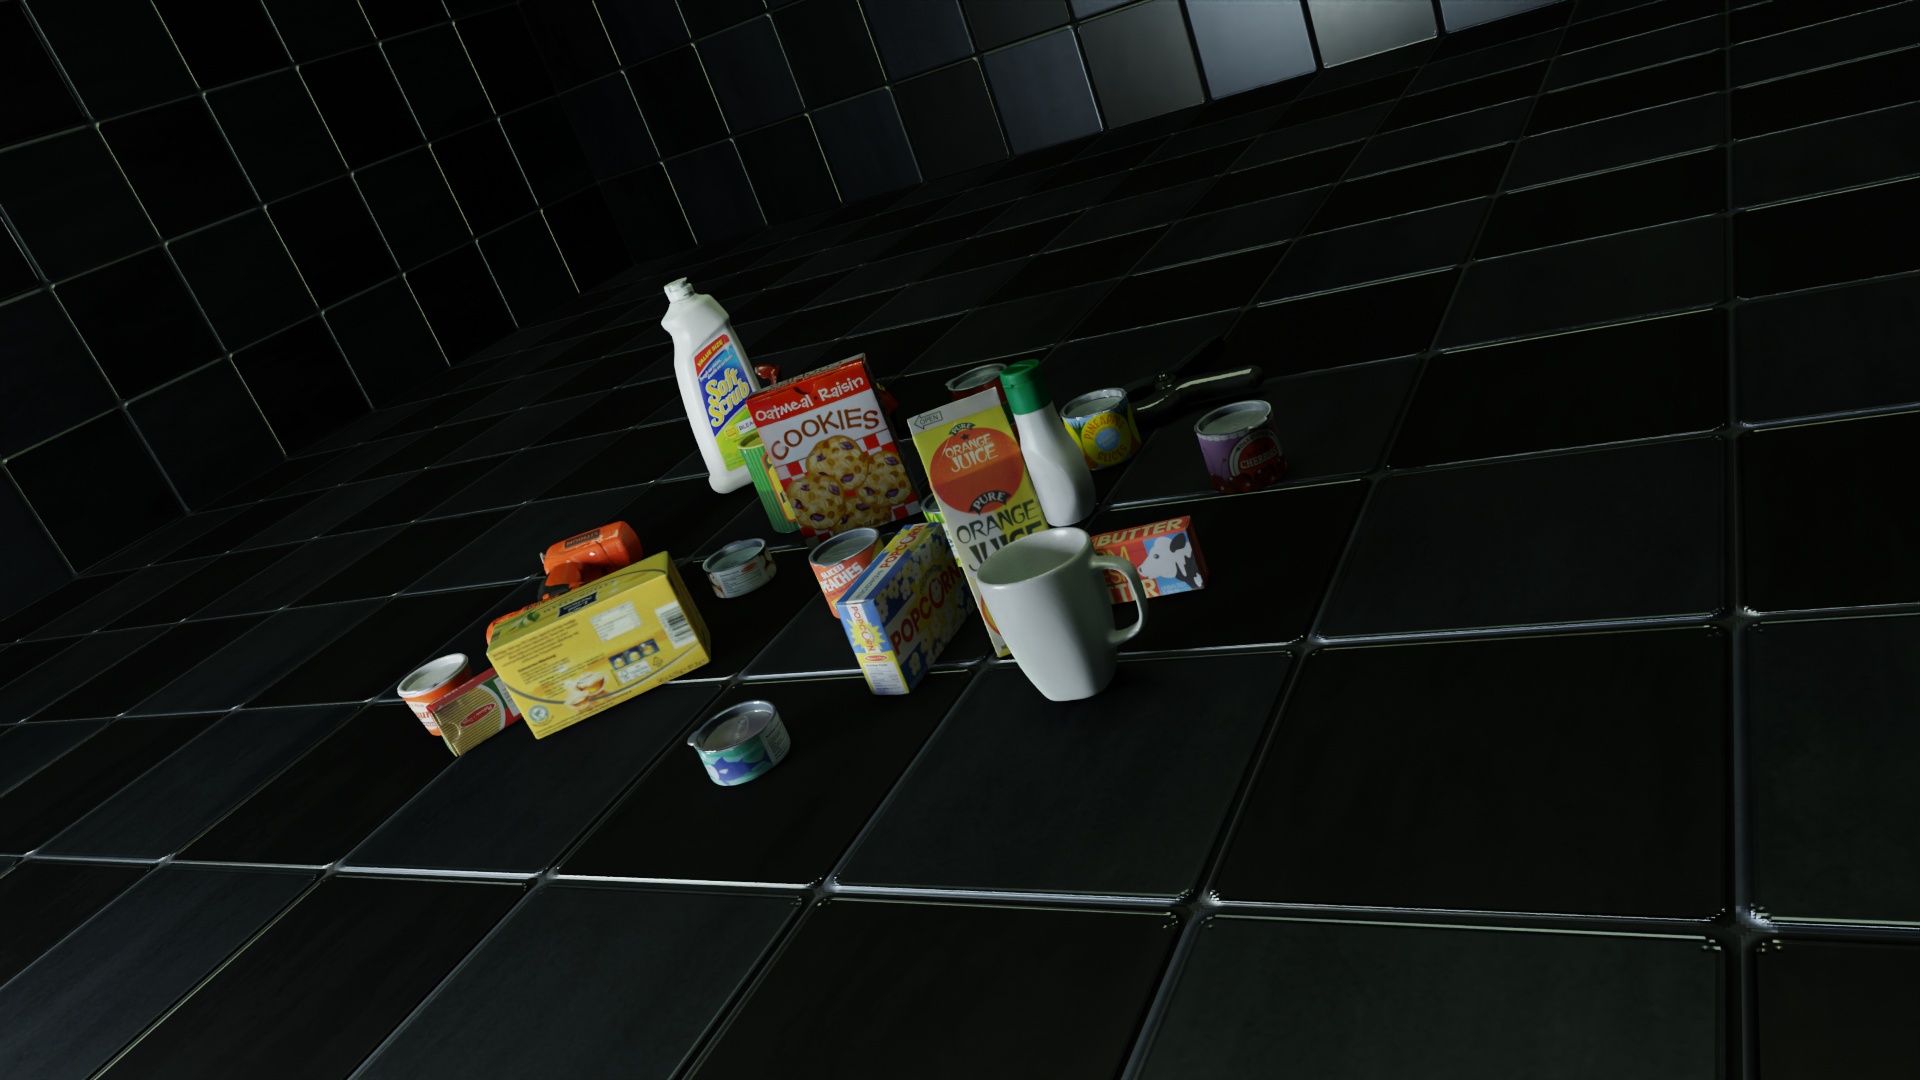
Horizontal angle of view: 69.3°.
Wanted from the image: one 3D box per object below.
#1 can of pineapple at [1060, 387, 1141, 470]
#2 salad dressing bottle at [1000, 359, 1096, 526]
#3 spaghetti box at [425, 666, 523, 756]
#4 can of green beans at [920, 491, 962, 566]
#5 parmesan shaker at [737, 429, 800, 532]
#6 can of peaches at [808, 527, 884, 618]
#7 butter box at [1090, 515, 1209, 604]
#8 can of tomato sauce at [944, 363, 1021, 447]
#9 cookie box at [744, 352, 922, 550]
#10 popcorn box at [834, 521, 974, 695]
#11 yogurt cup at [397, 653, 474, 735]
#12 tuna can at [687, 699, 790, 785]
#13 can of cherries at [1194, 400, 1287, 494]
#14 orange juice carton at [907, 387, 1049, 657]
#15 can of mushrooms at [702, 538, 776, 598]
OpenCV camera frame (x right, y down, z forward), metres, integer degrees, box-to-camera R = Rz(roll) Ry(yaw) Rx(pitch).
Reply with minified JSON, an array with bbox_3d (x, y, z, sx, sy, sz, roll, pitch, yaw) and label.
[{"bbox_3d":[0.136,-0.107,1.340,0.071,0.057,0.071,-18,22,8],"label":"can of pineapple"},{"bbox_3d":[0.075,-0.086,1.224,0.044,0.147,0.064,-35,25,-31],"label":"salad dressing bottle"},{"bbox_3d":[-0.371,0.111,1.295,0.251,0.050,0.028,-33,24,-28],"label":"spaghetti box"},{"bbox_3d":[0.005,-0.017,1.246,0.071,0.057,0.071,-18,22,8],"label":"can of green beans"},{"bbox_3d":[-0.185,-0.069,1.478,0.071,0.102,0.071,-18,22,8],"label":"parmesan shaker"},{"bbox_3d":[-0.093,0.030,1.224,0.071,0.058,0.071,-18,22,8],"label":"can of peaches"},{"bbox_3d":[0.131,0.018,1.057,0.103,0.053,0.024,-12,23,21],"label":"butter box"},{"bbox_3d":[0.029,-0.136,1.469,0.071,0.082,0.071,-18,22,8],"label":"can of tomato sauce"},{"bbox_3d":[-0.123,-0.087,1.379,0.123,0.167,0.040,-19,21,6],"label":"cookie box"},{"bbox_3d":[-0.042,0.052,1.090,0.038,0.085,0.127,-8,25,30],"label":"popcorn box"},{"bbox_3d":[-0.486,0.146,1.310,0.072,0.053,0.073,-18,22,8],"label":"yogurt cup"},{"bbox_3d":[-0.165,0.151,1.038,0.071,0.032,0.071,-18,22,8],"label":"tuna can"},{"bbox_3d":[0.240,-0.079,1.179,0.071,0.058,0.072,-18,22,8],"label":"can of cherries"},{"bbox_3d":[0.026,-0.018,1.048,0.072,0.192,0.073,-21,21,1],"label":"orange juice carton"},{"bbox_3d":[-0.218,0.027,1.378,0.071,0.033,0.071,-18,22,8],"label":"can of mushrooms"}]
